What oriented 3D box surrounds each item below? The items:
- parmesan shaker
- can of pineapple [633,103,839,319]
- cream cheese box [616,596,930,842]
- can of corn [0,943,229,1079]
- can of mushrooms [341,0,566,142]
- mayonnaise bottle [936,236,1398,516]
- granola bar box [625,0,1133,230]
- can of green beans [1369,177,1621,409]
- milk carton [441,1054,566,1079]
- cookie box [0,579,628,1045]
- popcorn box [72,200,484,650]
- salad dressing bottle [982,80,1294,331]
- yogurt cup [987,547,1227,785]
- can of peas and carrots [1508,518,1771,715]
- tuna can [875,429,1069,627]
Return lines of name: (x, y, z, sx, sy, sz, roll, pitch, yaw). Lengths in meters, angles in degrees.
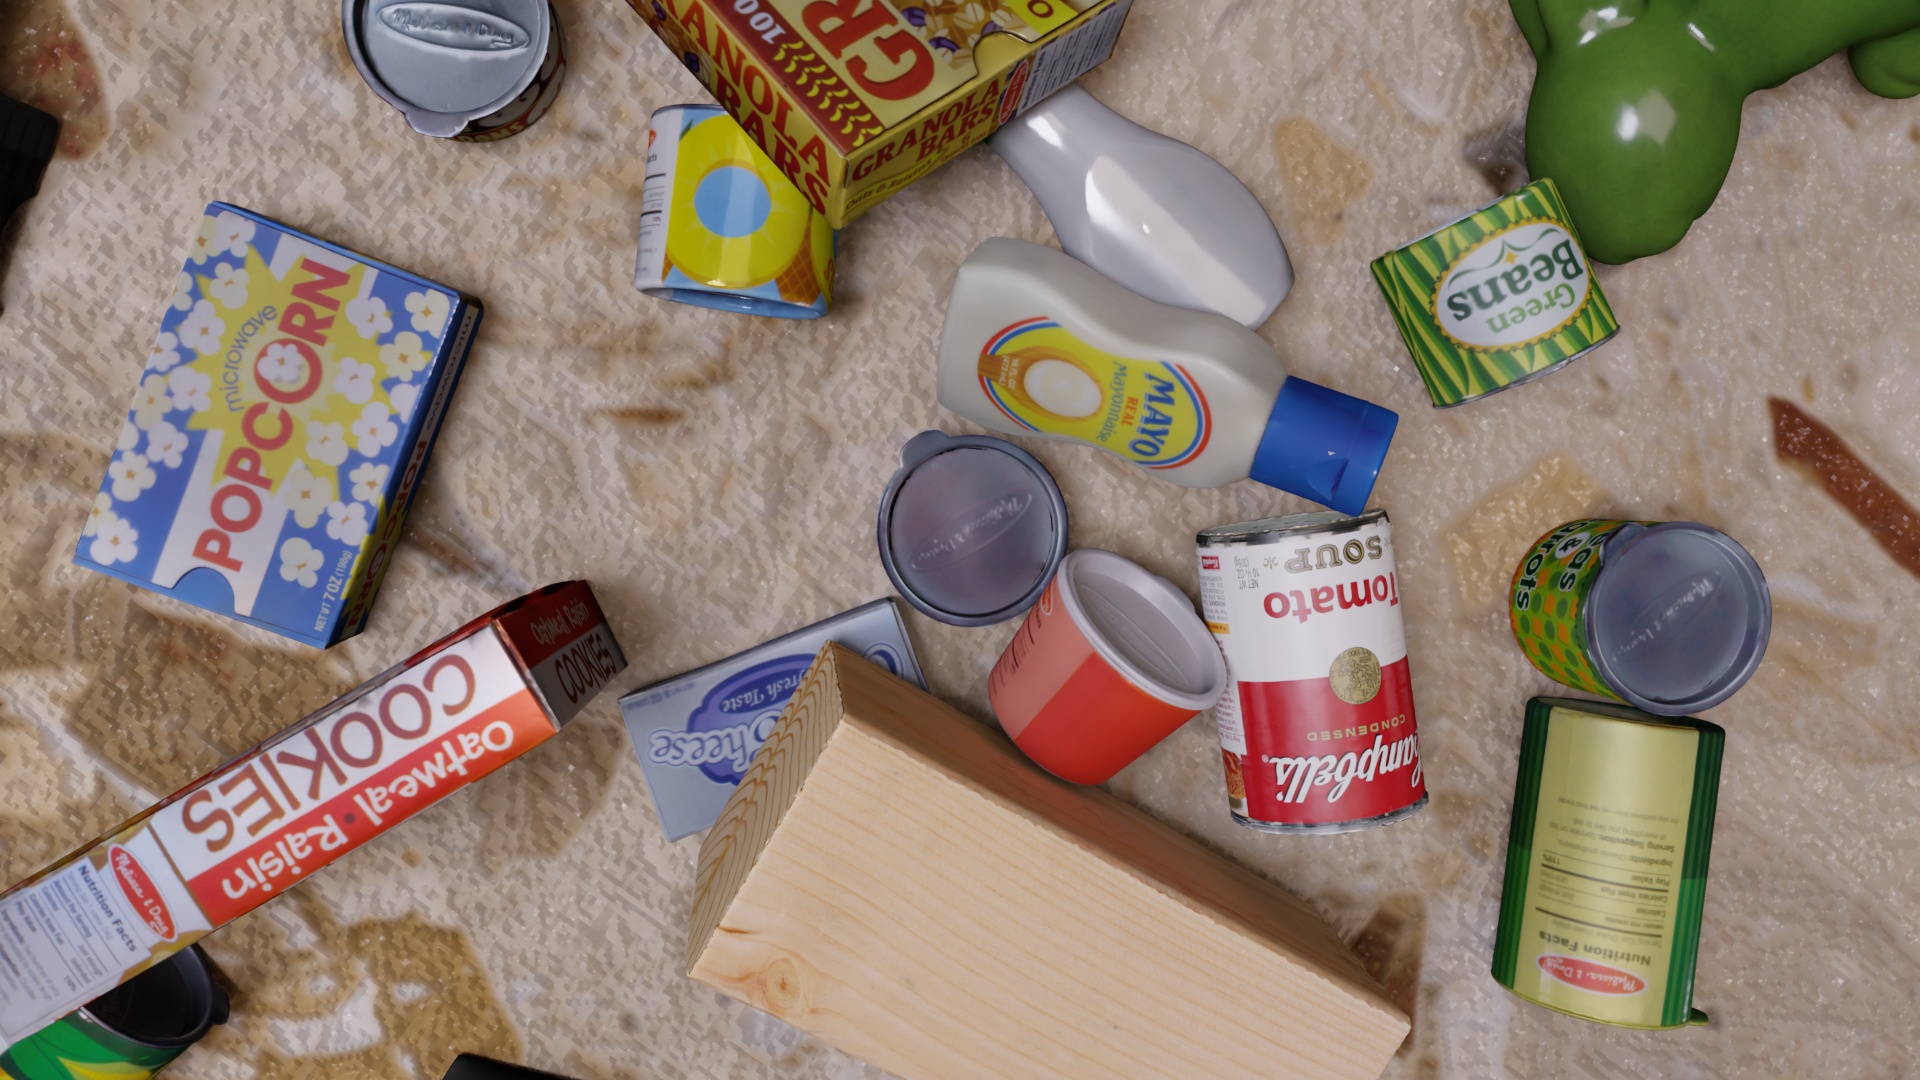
parmesan shaker: (0.233, 0.112, 0.495, 0.071, 0.071, 0.103, 7, 91, -5)
can of pineapple: (-0.071, -0.107, 0.461, 0.071, 0.071, 0.058, 7, 93, -5)
cream cheese box: (-0.063, 0.062, 0.489, 0.104, 0.024, 0.053, -20, 96, -4)
can of corn: (-0.290, 0.158, 0.454, 0.058, 0.071, 0.071, -41, 95, -1)
can of mushrooms: (-0.169, -0.167, 0.466, 0.071, 0.033, 0.071, 0, 92, -6)
mayonnaise bottle: (0.067, -0.050, 0.459, 0.148, 0.041, 0.064, 21, 130, 13)
granola bar box: (-0.044, -0.194, 0.434, 0.125, 0.039, 0.165, -38, 80, -23)
can of green beans: (0.185, -0.086, 0.484, 0.071, 0.071, 0.058, -26, 94, -3)
milk carton: (-0.170, 0.284, 0.464, 0.072, 0.073, 0.190, 15, 91, -6)
cookie box: (-0.193, 0.072, 0.429, 0.167, 0.123, 0.040, -30, 96, -3)
popcorn box: (-0.224, -0.038, 0.464, 0.085, 0.038, 0.126, 21, 90, -7)
salad dressing bottle: (0.049, -0.126, 0.483, 0.147, 0.044, 0.064, 43, 92, -4)
yogurt cup: (0.046, 0.044, 0.463, 0.072, 0.073, 0.053, 37, 117, -5)
can of peas and carrots: (0.239, 0.023, 0.497, 0.071, 0.059, 0.071, 0, 92, -5)
tuna can: (0.002, -0.006, 0.488, 0.071, 0.033, 0.071, 0, 92, -5)
